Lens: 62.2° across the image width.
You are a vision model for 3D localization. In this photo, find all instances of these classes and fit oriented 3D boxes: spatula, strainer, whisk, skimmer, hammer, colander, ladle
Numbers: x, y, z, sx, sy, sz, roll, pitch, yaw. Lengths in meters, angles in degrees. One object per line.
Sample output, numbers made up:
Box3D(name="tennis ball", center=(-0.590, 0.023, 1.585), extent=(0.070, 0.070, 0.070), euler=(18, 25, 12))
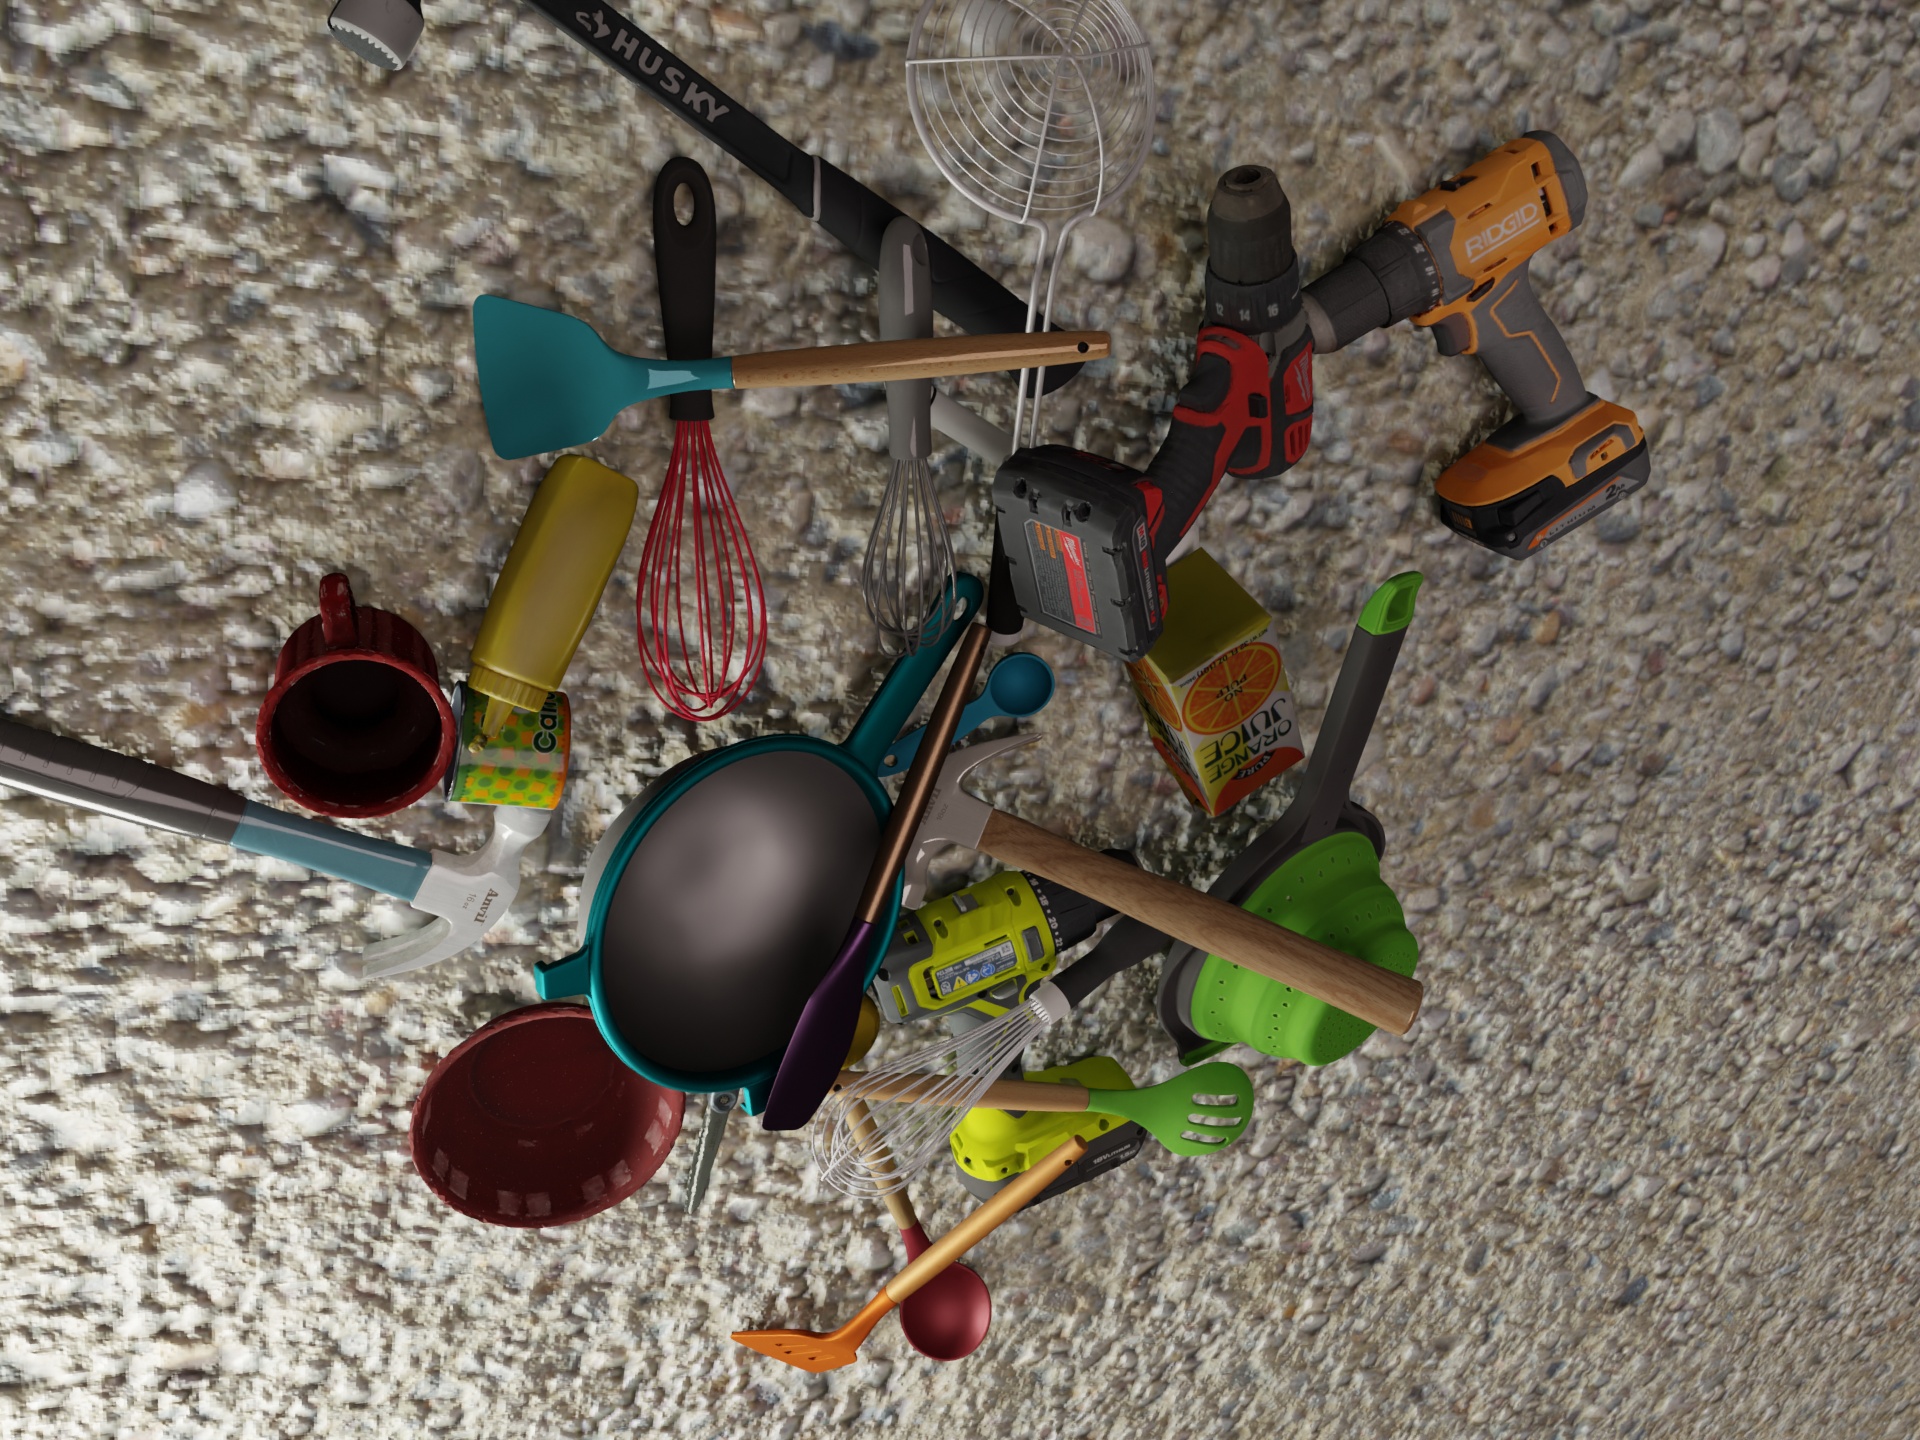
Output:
Box3D(name="spatula", center=(-0.085, -0.177, 0.785), extent=(0.317, 0.044, 0.082), euler=(-4, 107, 0))
Box3D(name="strainer", center=(-0.106, 0.046, 0.929), extent=(0.340, 0.095, 0.210), euler=(-57, 134, -12))
Box3D(name="whisk", center=(0.030, 0.192, 0.974), extent=(0.284, 0.070, 0.070), euler=(-34, 123, -18))
Box3D(name="spatula", center=(-0.044, 0.092, 0.923), extent=(0.059, 0.018, 0.316), euler=(18, 93, -56))
Box3D(name="skimmer", center=(0.027, -0.202, 0.836), extent=(0.127, 0.090, 0.363), euler=(-13, 136, -19))
Box3D(name="hammer", center=(-0.396, 0.048, 0.842), extent=(0.330, 0.033, 0.128), euler=(23, 104, -28))
Box3D(name="colander", center=(0.248, 0.094, 1.016), extent=(0.204, 0.095, 0.396), euler=(-17, 133, -35))
Box3D(name="ladle", center=(-0.047, 0.336, 1.120), extent=(0.069, 0.031, 0.315), euler=(-26, 119, -11))
Box3D(name="whisk", center=(-0.029, -0.142, 0.836), extent=(0.055, 0.055, 0.238), euler=(-9, 118, -17))
Box3D(name="strainer", center=(0.061, -0.133, 0.925), extent=(0.258, 0.050, 0.087), euler=(27, 88, -26))
Box3D(name="hammer", center=(-0.087, -0.280, 0.787), extent=(0.408, 0.036, 0.149), euler=(28, 85, -33))
Box3D(name="hammer", center=(0.121, 0.108, 0.969), extent=(0.331, 0.031, 0.130), euler=(22, 89, 5))
Box3D(name="spatula", center=(-0.031, 0.369, 1.084), extent=(0.081, 0.041, 0.322), euler=(35, 114, -27))
Box3D(name="whisk", center=(-0.140, -0.140, 0.837), extent=(0.073, 0.073, 0.295), euler=(-6, 110, -18))

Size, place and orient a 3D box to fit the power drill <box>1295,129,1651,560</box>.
Box3D(name="power drill", center=(0.307, -0.209, 0.959), extent=(0.185, 0.084, 0.226), euler=(-31, 117, -4))

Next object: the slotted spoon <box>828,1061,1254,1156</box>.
Box3D(name="slotted spoon", center=(0.056, 0.245, 1.025), extent=(0.313, 0.031, 0.070), euler=(9, 102, -19))

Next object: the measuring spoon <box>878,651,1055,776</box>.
Box3D(name="measuring spoon", center=(-0.002, -0.003, 0.980), extent=(0.128, 0.021, 0.042), euler=(-30, 115, 6))

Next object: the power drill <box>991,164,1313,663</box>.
Box3D(name="power drill", center=(0.115, -0.163, 0.845), extent=(0.227, 0.080, 0.187), euler=(-49, 146, -25))

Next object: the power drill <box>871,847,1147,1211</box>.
Box3D(name="power drill", center=(0.051, 0.200, 1.062), extent=(0.190, 0.080, 0.228), euler=(-22, 118, -10))

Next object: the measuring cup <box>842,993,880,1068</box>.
Box3D(name="measuring cup", center=(-0.114, 0.198, 0.988), extent=(0.156, 0.029, 0.062), euler=(-1, 109, -42))
